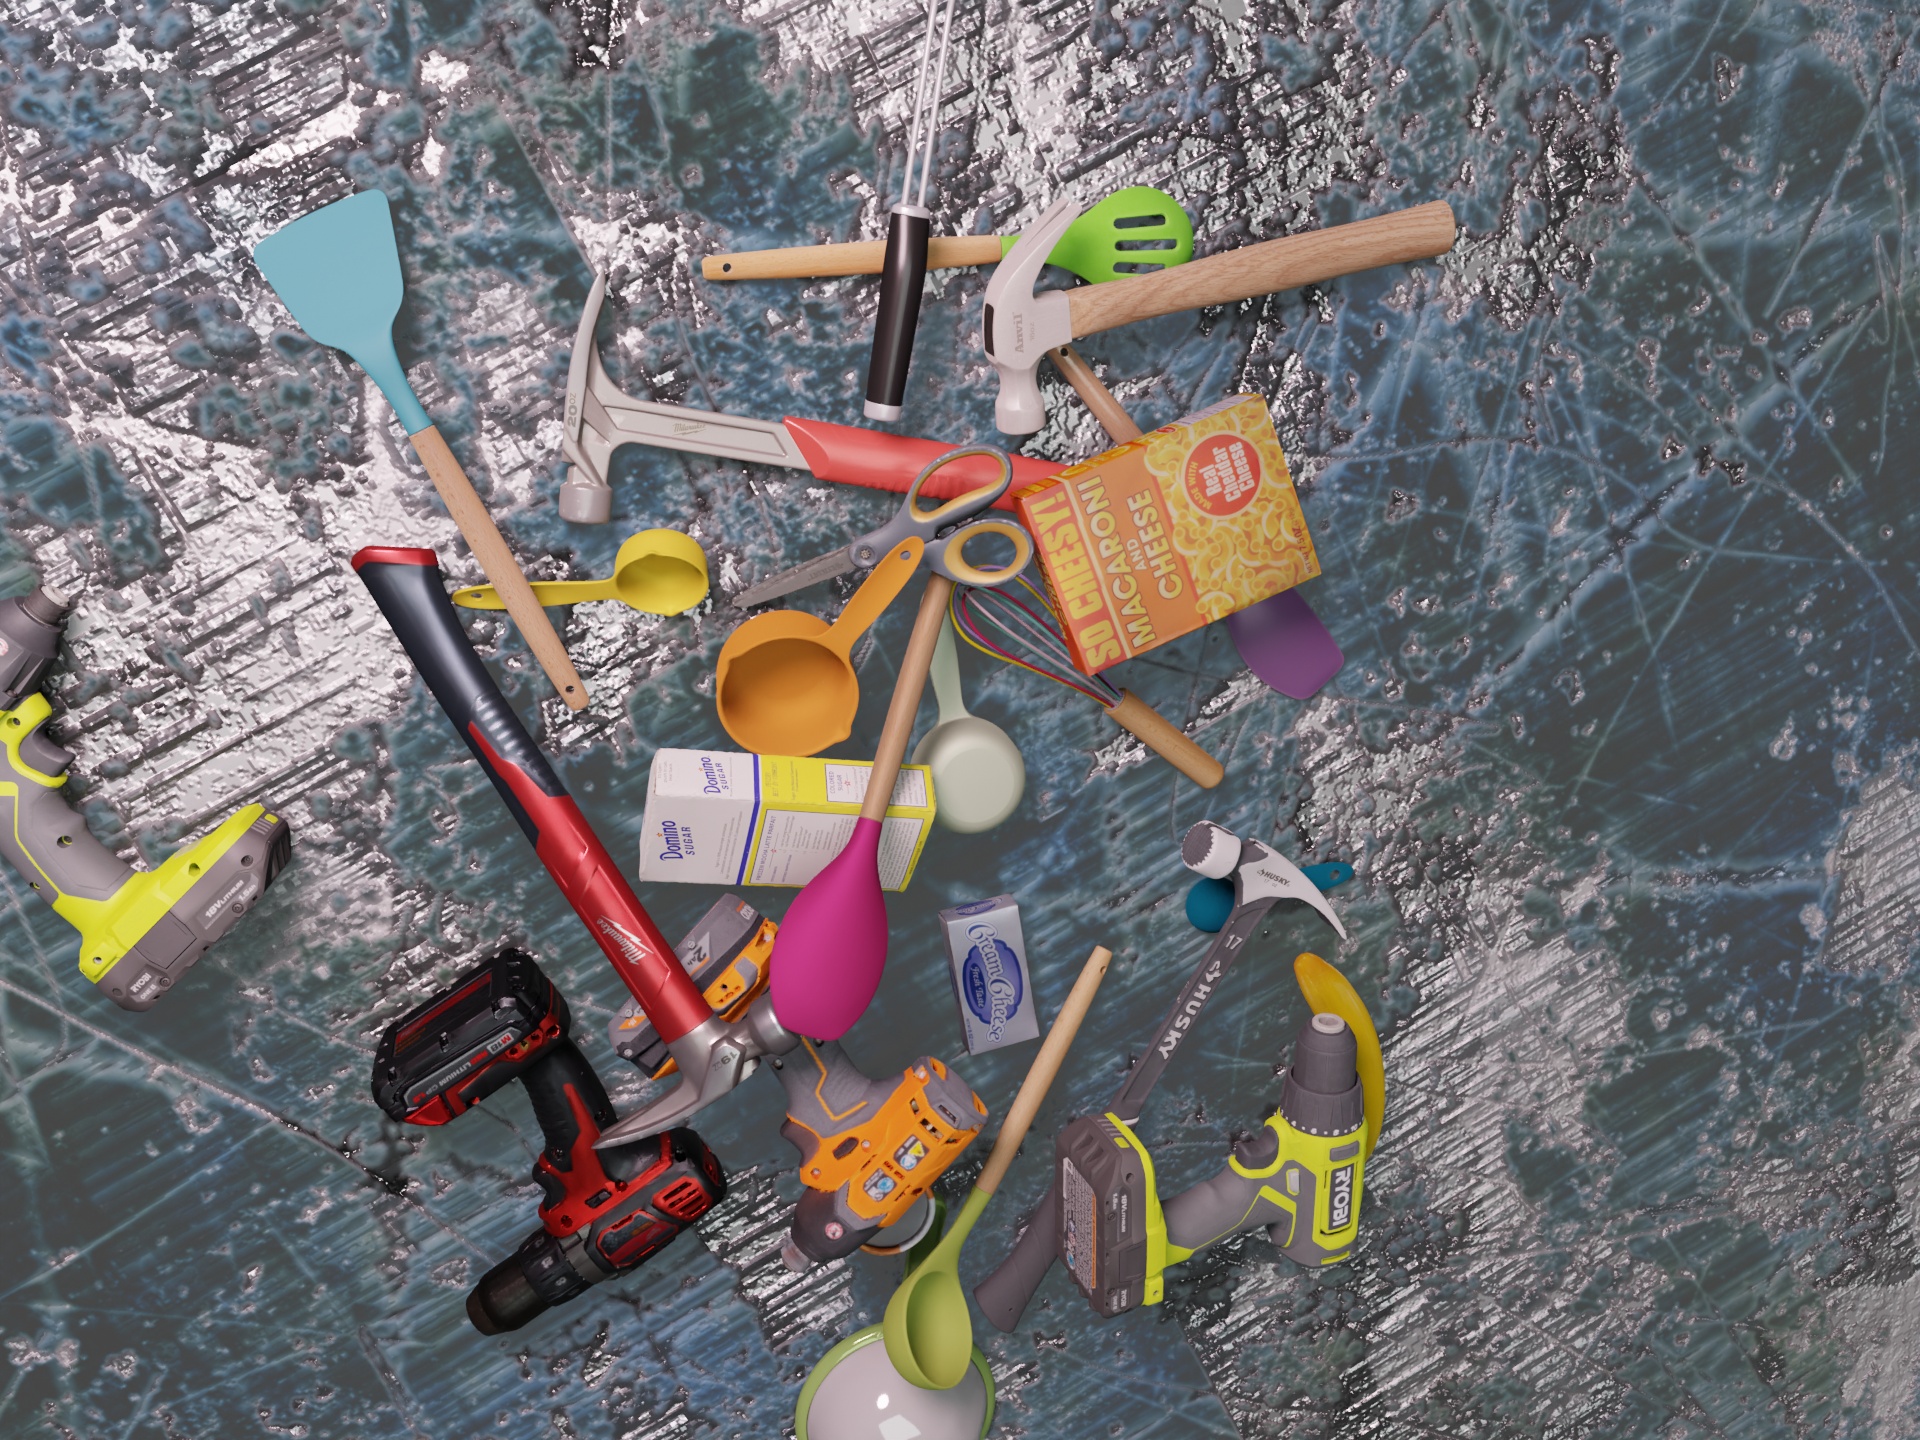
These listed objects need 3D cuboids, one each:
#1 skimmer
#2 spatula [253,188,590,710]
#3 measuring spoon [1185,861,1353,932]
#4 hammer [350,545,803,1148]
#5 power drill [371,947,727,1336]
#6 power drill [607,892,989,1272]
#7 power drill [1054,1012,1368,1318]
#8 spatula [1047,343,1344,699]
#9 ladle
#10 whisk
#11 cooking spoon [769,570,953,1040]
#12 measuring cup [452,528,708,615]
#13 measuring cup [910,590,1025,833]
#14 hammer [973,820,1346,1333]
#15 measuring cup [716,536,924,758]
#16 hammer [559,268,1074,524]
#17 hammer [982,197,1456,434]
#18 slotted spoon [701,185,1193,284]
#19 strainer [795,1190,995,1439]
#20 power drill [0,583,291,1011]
[{"bbox_3d":[-0.026,-0.362,0.934,0.127,0.090,0.363,4,107,-19],"label":"skimmer"},{"bbox_3d":[-0.297,-0.147,0.926,0.082,0.044,0.317,-27,106,-3],"label":"spatula"},{"bbox_3d":[0.225,0.124,1.139,0.128,0.021,0.042,-13,107,-8],"label":"measuring spoon"},{"bbox_3d":[-0.257,0.069,0.953,0.143,0.038,0.386,-32,94,5],"label":"hammer"},{"bbox_3d":[-0.284,0.283,1.031,0.188,0.080,0.226,-34,112,-3],"label":"power drill"},{"bbox_3d":[-0.116,0.240,1.028,0.226,0.084,0.164,42,91,-3],"label":"power drill"},{"bbox_3d":[0.185,0.312,1.115,0.228,0.080,0.190,-9,111,-21],"label":"power drill"},{"bbox_3d":[0.153,-0.133,1.060,0.060,0.018,0.315,-42,110,-1],"label":"spatula"},{"bbox_3d":[0.037,0.306,1.099,0.078,0.062,0.320,34,81,-45],"label":"ladle"},{"bbox_3d":[0.085,-0.022,1.060,0.244,0.051,0.047,36,59,-24],"label":"whisk"},{"bbox_3d":[-0.048,0.037,0.972,0.068,0.017,0.319,18,78,-12],"label":"cooking spoon"},{"bbox_3d":[-0.232,-0.089,0.973,0.156,0.029,0.062,-4,146,1],"label":"measuring cup"},{"bbox_3d":[-0.002,-0.003,1.043,0.083,0.038,0.167,-14,109,-10],"label":"measuring cup"},{"bbox_3d":[0.126,0.268,1.134,0.149,0.036,0.409,24,102,-29],"label":"hammer"},{"bbox_3d":[-0.083,-0.056,0.987,0.095,0.052,0.173,34,107,-26],"label":"measuring cup"},{"bbox_3d":[-0.062,-0.173,0.989,0.359,0.037,0.149,7,102,-15],"label":"hammer"},{"bbox_3d":[0.167,-0.280,0.997,0.331,0.031,0.130,-18,123,-17],"label":"hammer"},{"bbox_3d":[-0.001,-0.287,0.980,0.313,0.031,0.070,-6,109,-10],"label":"slotted spoon"},{"bbox_3d":[-0.033,0.467,1.139,0.151,0.069,0.256,5,104,-15],"label":"strainer"},{"bbox_3d":[-0.510,0.045,0.916,0.171,0.080,0.223,-45,106,1],"label":"power drill"}]
